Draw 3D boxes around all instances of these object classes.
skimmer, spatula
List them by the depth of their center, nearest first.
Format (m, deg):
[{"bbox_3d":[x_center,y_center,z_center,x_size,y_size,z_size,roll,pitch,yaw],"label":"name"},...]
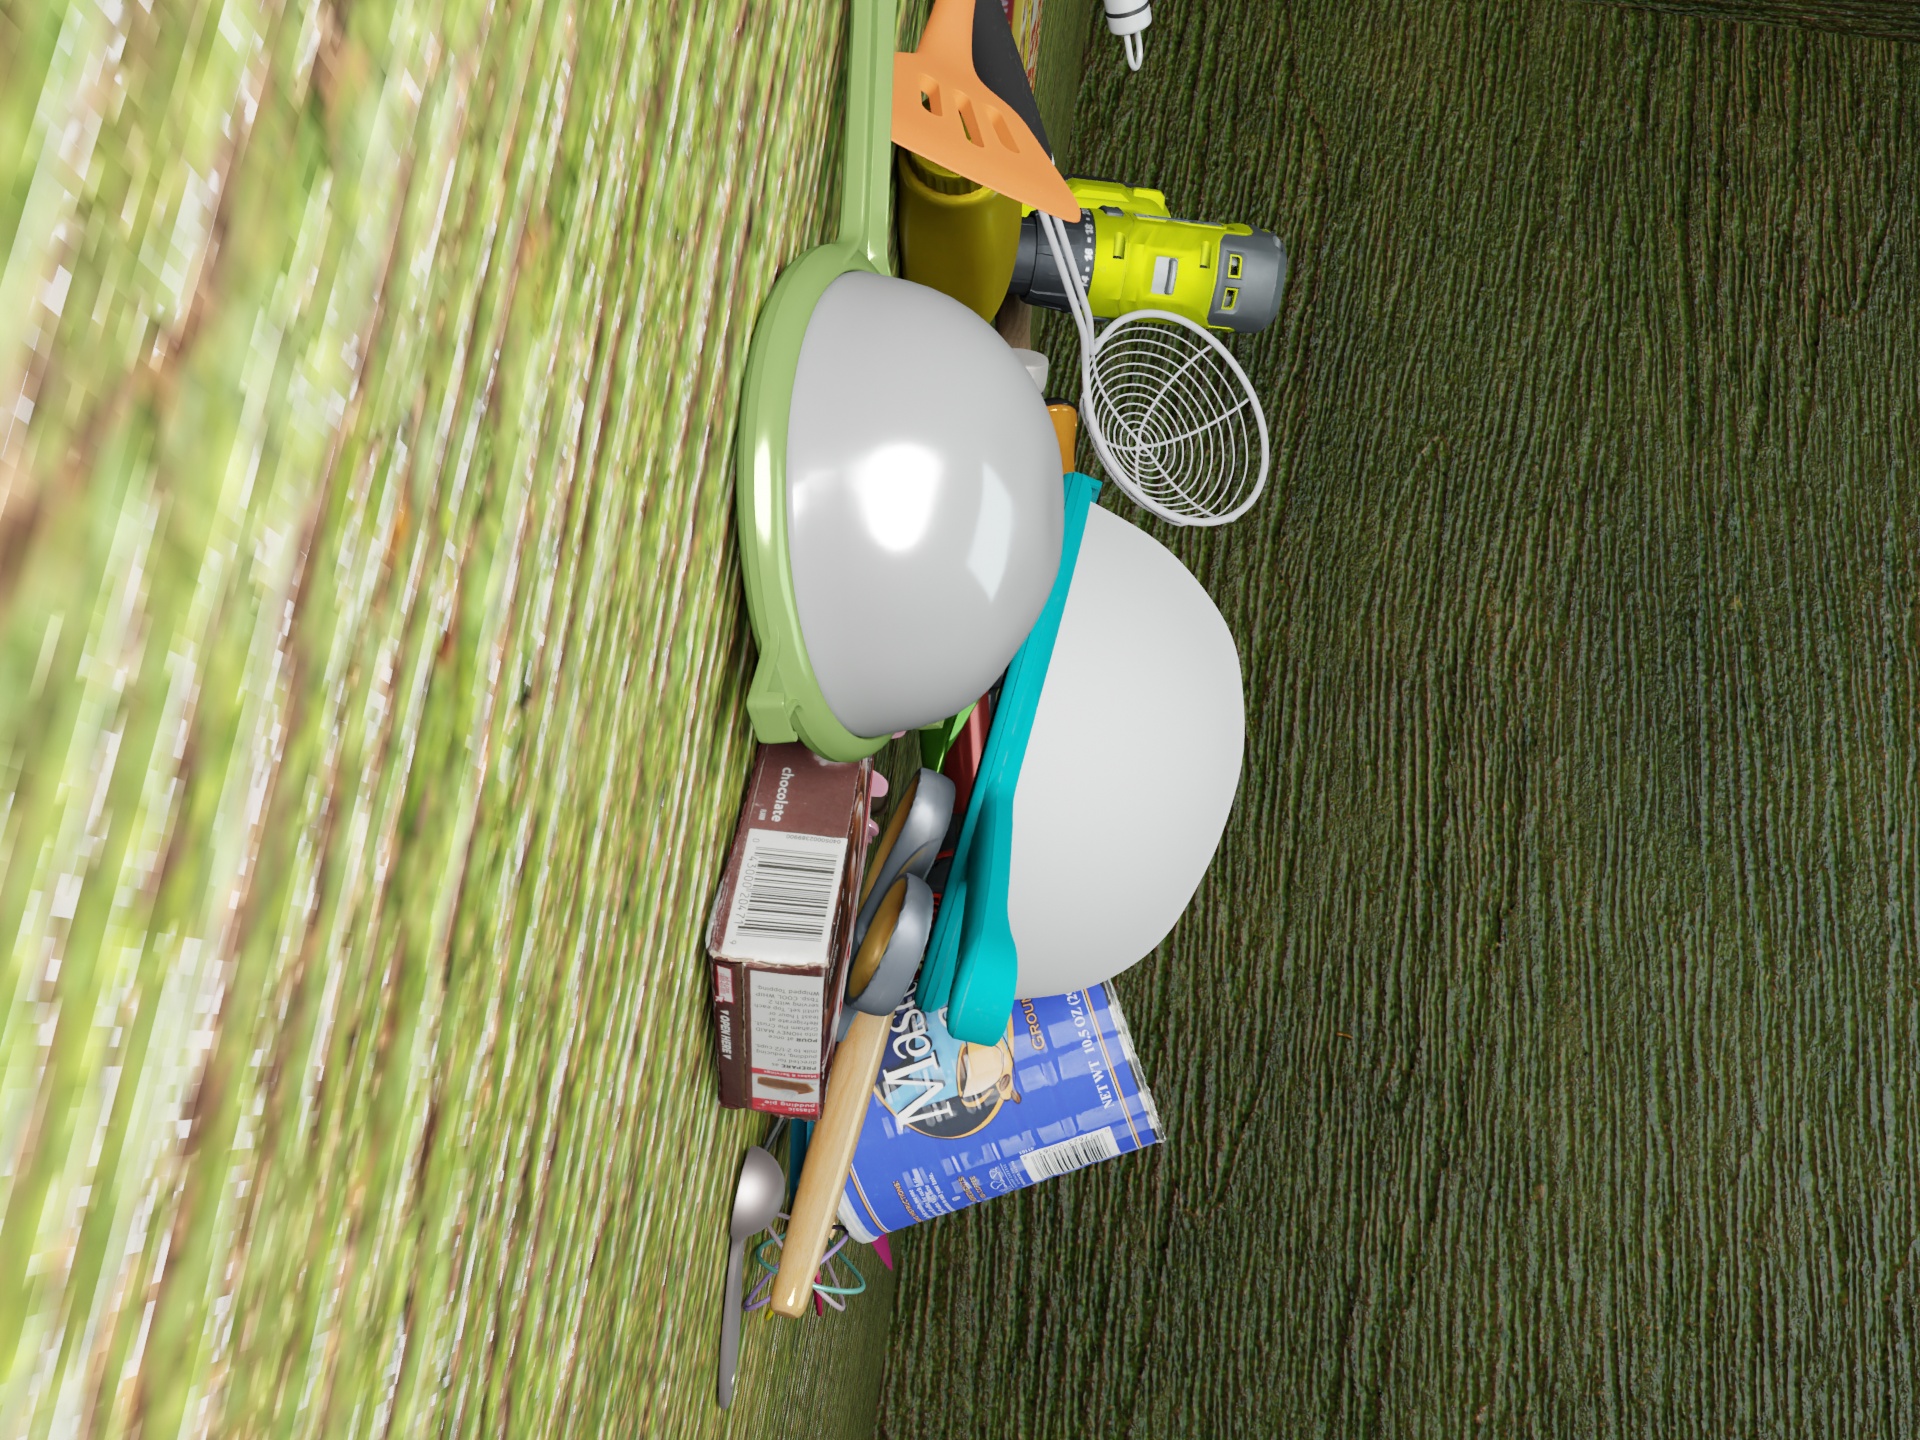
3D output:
[{"bbox_3d":[0.009,-0.312,0.594,0.041,0.081,0.323,-34,-135,54],"label":"spatula"},{"bbox_3d":[0.080,-0.227,0.776,0.362,0.090,0.127,56,43,-57],"label":"skimmer"}]

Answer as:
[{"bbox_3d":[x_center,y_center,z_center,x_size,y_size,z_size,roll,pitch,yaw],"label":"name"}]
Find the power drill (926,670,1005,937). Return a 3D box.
[{"bbox_3d":[0.007,0.024,1.078,0.188,0.080,0.226,-69,162,-79],"label":"power drill"}]

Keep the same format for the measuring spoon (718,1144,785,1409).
[{"bbox_3d":[-0.082,0.223,0.626,0.034,0.018,0.124,-76,174,-69],"label":"measuring spoon"}]

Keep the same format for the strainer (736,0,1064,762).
[{"bbox_3d":[-0.004,-0.115,0.460,0.151,0.069,0.256,-3,95,-74],"label":"strainer"}]

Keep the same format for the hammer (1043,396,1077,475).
[{"bbox_3d":[0.063,-0.075,0.982,0.127,0.034,0.337,73,14,-49],"label":"hammer"}]

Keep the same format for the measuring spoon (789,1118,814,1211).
[{"bbox_3d":[-0.055,0.140,0.655,0.042,0.021,0.129,136,-39,-55],"label":"measuring spoon"}]

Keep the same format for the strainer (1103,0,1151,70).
[{"bbox_3d":[0.042,-0.374,0.610,0.258,0.050,0.087,70,30,-41],"label":"strainer"}]

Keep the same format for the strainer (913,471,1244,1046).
[{"bbox_3d":[0.050,0.035,0.544,0.340,0.095,0.211,-76,-178,-75],"label":"strainer"}]

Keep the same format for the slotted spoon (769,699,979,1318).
[{"bbox_3d":[-0.028,0.086,0.657,0.070,0.031,0.314,110,-3,-58],"label":"slotted spoon"}]

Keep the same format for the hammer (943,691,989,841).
[{"bbox_3d":[-0.001,-0.003,0.816,0.149,0.037,0.359,-14,102,-67],"label":"hammer"}]

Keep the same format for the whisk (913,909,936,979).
[{"bbox_3d":[-0.039,0.148,0.970,0.296,0.073,0.073,128,-29,-82],"label":"whisk"}]

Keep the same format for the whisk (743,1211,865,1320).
[{"bbox_3d":[-0.069,0.245,0.766,0.245,0.051,0.047,102,-9,-81],"label":"whisk"}]

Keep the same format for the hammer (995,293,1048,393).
[{"bbox_3d":[0.033,-0.216,1.020,0.332,0.031,0.130,-86,-179,-60],"label":"hammer"}]

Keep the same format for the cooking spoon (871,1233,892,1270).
[{"bbox_3d":[-0.064,0.251,0.894,0.069,0.017,0.318,50,-18,27],"label":"cooking spoon"}]

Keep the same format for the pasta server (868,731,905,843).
[{"bbox_3d":[-0.041,0.029,0.725,0.316,0.040,0.060,88,19,-82],"label":"pasta server"}]

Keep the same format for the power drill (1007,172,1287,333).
[{"bbox_3d":[0.076,-0.292,0.986,0.229,0.190,0.080,-112,-153,-66],"label":"power drill"}]
